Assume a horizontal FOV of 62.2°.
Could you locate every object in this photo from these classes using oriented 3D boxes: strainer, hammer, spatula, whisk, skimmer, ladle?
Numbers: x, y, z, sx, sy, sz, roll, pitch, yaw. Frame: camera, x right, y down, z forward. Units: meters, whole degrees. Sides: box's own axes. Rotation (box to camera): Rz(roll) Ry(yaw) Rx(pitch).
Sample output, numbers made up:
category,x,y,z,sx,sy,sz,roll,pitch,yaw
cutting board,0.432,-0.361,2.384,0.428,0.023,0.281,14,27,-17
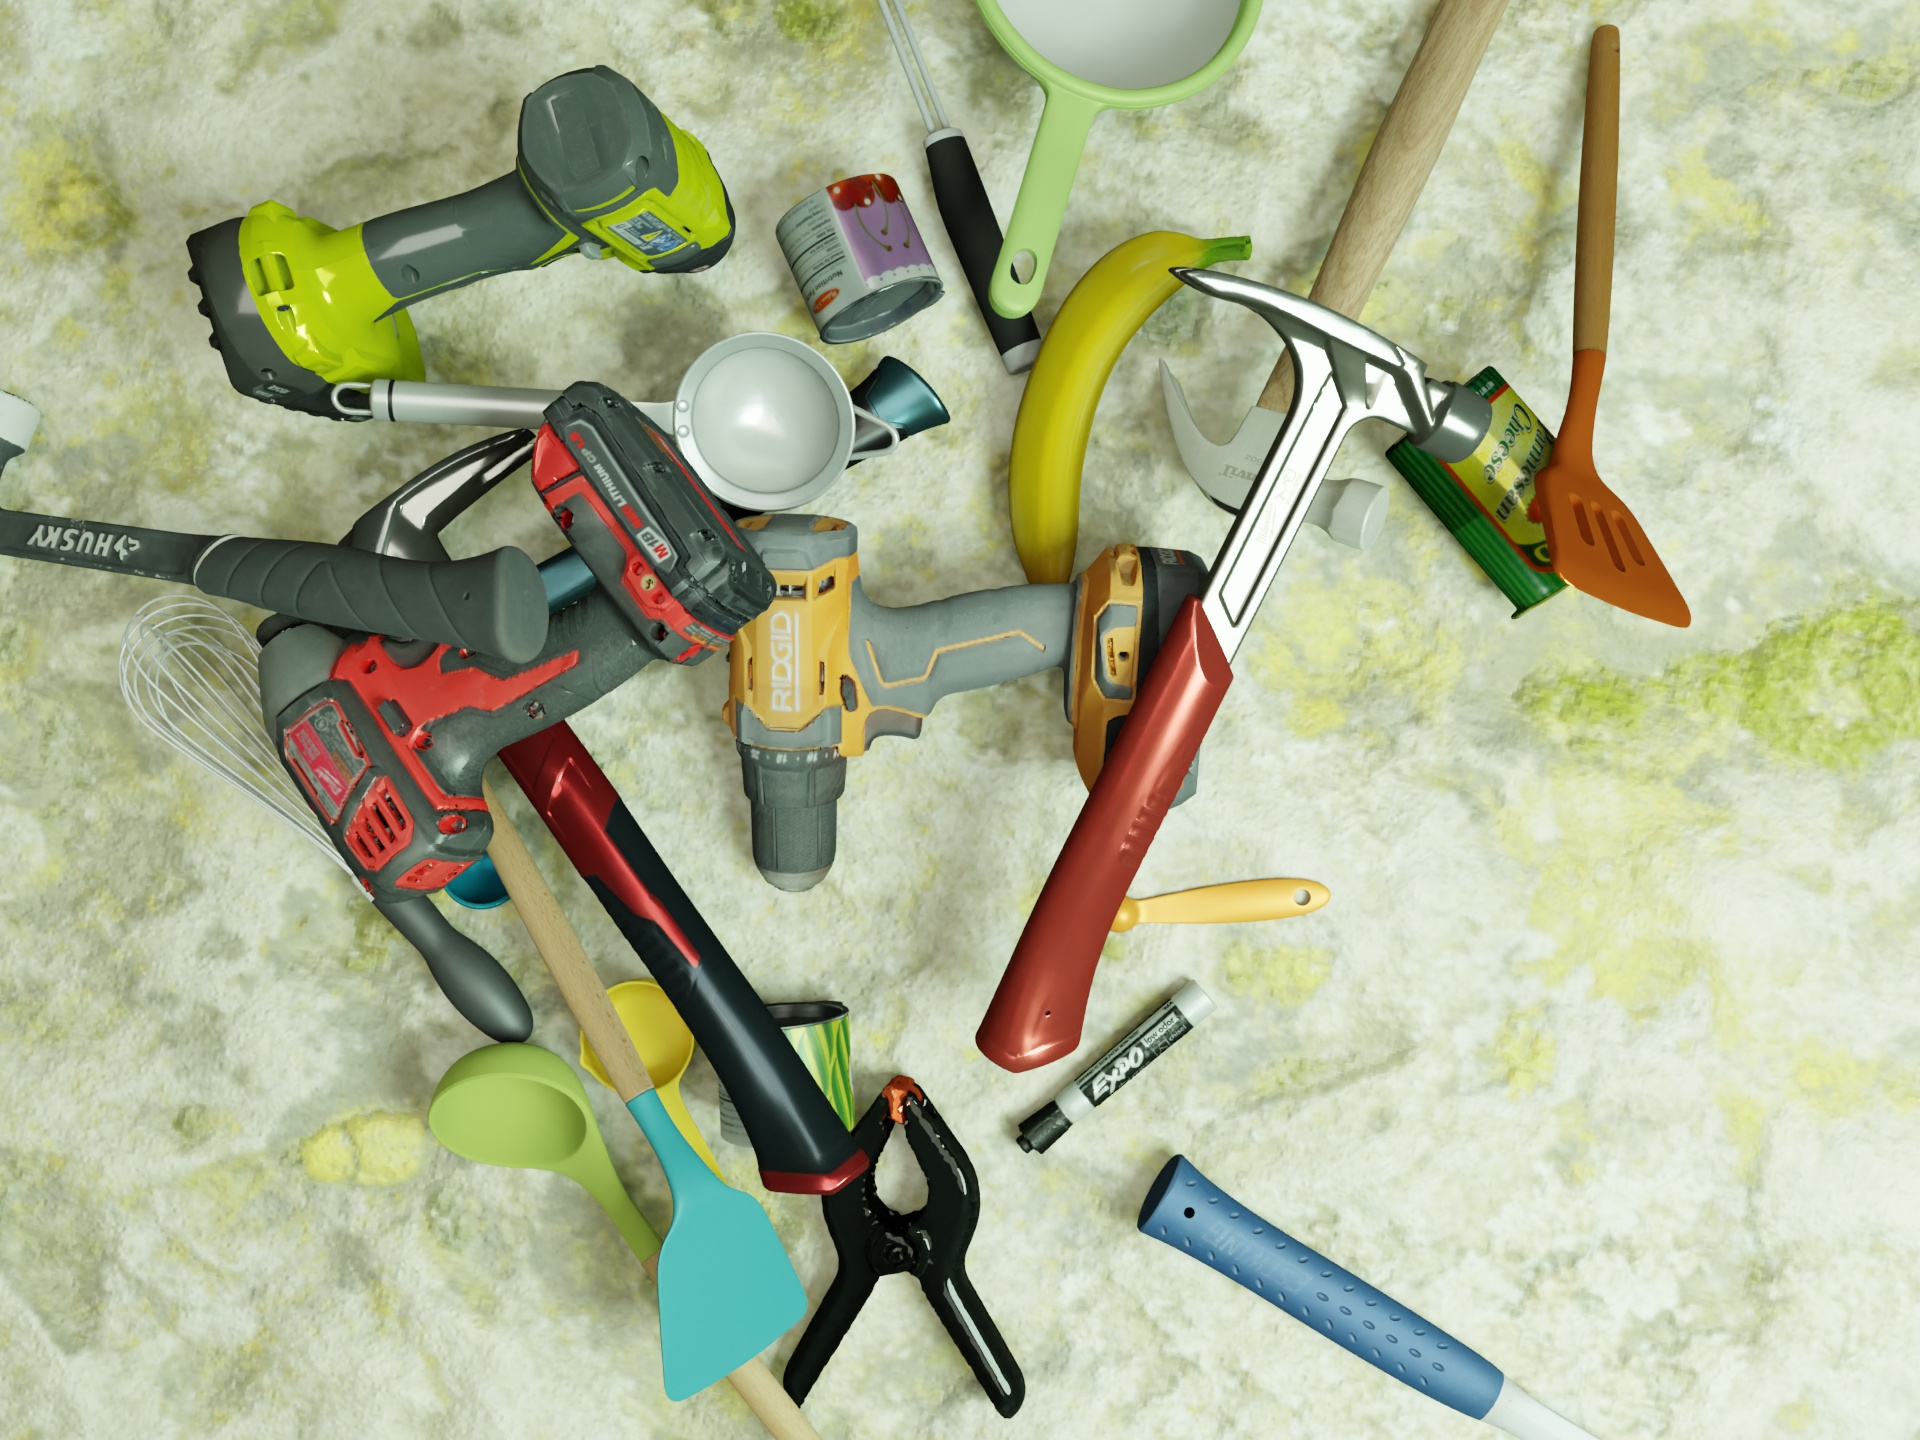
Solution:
category,x,y,z,sx,sy,sz,roll,pitch,yaw
strainer,-0.159,-0.145,0.744,0.258,0.050,0.086,2,116,-9
hammer,0.085,-0.007,0.696,0.149,0.037,0.359,22,103,-13
spatula,0.303,-0.195,0.745,0.081,0.041,0.323,16,72,-22
hammer,0.267,0.344,0.782,0.405,0.035,0.144,31,90,1
whisk,-0.310,0.052,0.790,0.070,0.070,0.284,-41,94,1
skimmer,-0.017,-0.351,0.768,0.127,0.090,0.363,-22,92,-31
hammer,-0.341,-0.067,0.702,0.409,0.036,0.149,10,79,29
spatula,-0.171,0.160,0.762,0.082,0.044,0.317,-23,78,-38
hammer,0.201,-0.248,0.776,0.130,0.031,0.331,22,83,27
strainer,0.052,-0.310,0.769,0.151,0.069,0.256,17,85,-12
ladle,-0.139,0.286,0.769,0.078,0.062,0.320,-43,85,28
hammer,-0.154,0.046,0.740,0.143,0.038,0.386,-37,82,-1
hammer,-0.161,-0.093,0.797,0.331,0.033,0.128,-28,88,1

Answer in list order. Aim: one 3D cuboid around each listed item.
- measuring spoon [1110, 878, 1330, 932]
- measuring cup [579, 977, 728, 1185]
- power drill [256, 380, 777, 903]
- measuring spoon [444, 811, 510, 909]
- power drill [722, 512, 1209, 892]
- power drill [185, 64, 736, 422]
category,x,y,z,sx,sy,sz,roll,pitch,yaw
measuring spoon,0.128,0.093,0.799,0.117,0.011,0.021,-5,89,1
measuring cup,-0.139,0.202,0.798,0.062,0.029,0.156,-24,91,1
power drill,-0.204,-0.038,0.694,0.219,0.078,0.143,-39,78,5
measuring spoon,-0.269,0.045,0.809,0.042,0.021,0.129,-36,79,-27
power drill,-0.001,-0.002,0.764,0.226,0.084,0.185,3,107,2
power drill,-0.220,-0.216,0.742,0.223,0.171,0.080,-18,89,10
